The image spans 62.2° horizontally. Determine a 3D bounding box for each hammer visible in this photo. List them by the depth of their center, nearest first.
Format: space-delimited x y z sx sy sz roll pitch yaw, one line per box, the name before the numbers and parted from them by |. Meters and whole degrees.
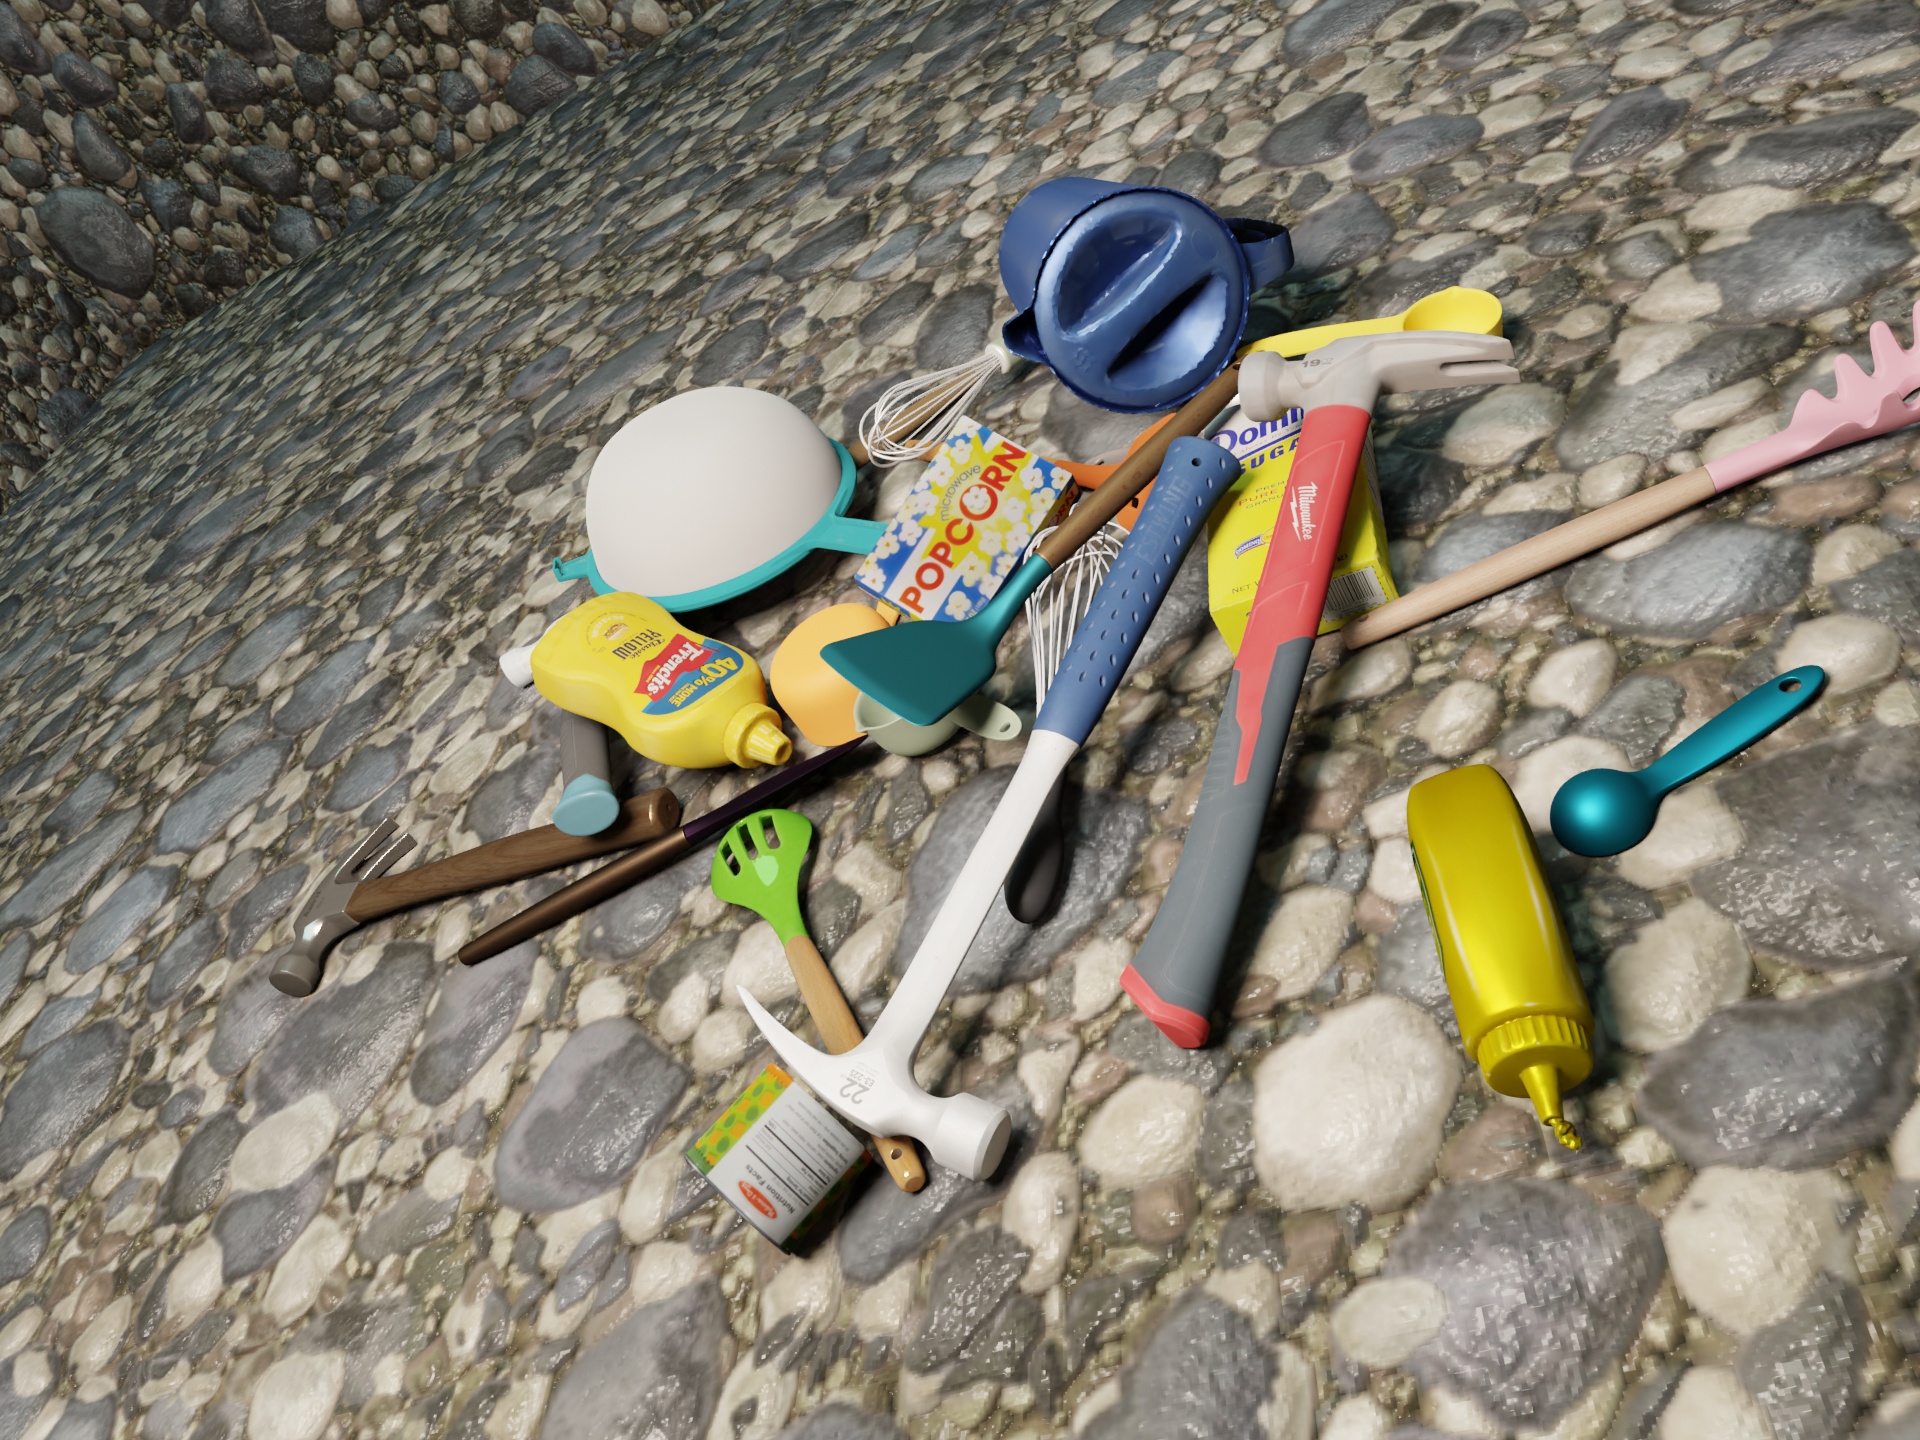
hammer | 0.163 -0.029 0.757 0.143 0.038 0.386 2 60 33
hammer | 0.038 0.016 0.796 0.144 0.035 0.406 19 65 22
hammer | -0.329 0.099 1.087 0.331 0.031 0.130 -17 40 25
hammer | -0.269 -0.008 1.128 0.128 0.033 0.331 -33 29 2

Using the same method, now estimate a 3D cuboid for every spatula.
spatula | 0.062 -0.110 0.879 0.082 0.044 0.317 35 71 31
spatula | -0.189 0.082 0.992 0.316 0.018 0.060 -28 4 15
spatula | 0.045 -0.172 1.067 0.323 0.041 0.081 21 101 53

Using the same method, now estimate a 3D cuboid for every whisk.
whisk | 0.053 -0.011 0.874 0.070 0.070 0.285 -14 45 29
whisk | 0.021 -0.260 1.167 0.246 0.059 0.058 -39 60 -24

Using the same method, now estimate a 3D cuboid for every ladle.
ladle | -0.108 -0.164 1.202 0.320 0.062 0.078 -37 28 -13

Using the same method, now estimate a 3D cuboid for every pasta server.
pasta server | 0.329 -0.110 0.763 0.316 0.040 0.060 -25 25 18

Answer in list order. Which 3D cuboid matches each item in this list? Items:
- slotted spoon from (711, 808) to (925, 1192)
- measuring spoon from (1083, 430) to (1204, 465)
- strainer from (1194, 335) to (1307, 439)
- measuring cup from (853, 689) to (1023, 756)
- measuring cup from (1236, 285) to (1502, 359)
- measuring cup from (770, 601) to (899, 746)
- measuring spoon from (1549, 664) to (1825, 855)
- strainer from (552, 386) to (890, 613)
slotted spoon | -0.077 0.133 0.840 0.070 0.031 0.314 -35 37 -2
measuring spoon | 0.126 -0.166 1.024 0.124 0.018 0.034 2 53 50
strainer | 0.160 -0.246 1.062 0.087 0.050 0.259 -44 31 11
measuring cup | -0.001 -0.003 0.905 0.083 0.038 0.168 -49 31 -10
measuring cup | 0.244 -0.222 0.952 0.156 0.029 0.062 -3 47 26
measuring cup | -0.067 -0.065 1.032 0.095 0.052 0.174 -11 44 31
measuring spoon | 0.301 0.010 0.662 0.128 0.021 0.042 -35 35 4
strainer | -0.139 -0.165 1.099 0.340 0.095 0.211 14 51 39
